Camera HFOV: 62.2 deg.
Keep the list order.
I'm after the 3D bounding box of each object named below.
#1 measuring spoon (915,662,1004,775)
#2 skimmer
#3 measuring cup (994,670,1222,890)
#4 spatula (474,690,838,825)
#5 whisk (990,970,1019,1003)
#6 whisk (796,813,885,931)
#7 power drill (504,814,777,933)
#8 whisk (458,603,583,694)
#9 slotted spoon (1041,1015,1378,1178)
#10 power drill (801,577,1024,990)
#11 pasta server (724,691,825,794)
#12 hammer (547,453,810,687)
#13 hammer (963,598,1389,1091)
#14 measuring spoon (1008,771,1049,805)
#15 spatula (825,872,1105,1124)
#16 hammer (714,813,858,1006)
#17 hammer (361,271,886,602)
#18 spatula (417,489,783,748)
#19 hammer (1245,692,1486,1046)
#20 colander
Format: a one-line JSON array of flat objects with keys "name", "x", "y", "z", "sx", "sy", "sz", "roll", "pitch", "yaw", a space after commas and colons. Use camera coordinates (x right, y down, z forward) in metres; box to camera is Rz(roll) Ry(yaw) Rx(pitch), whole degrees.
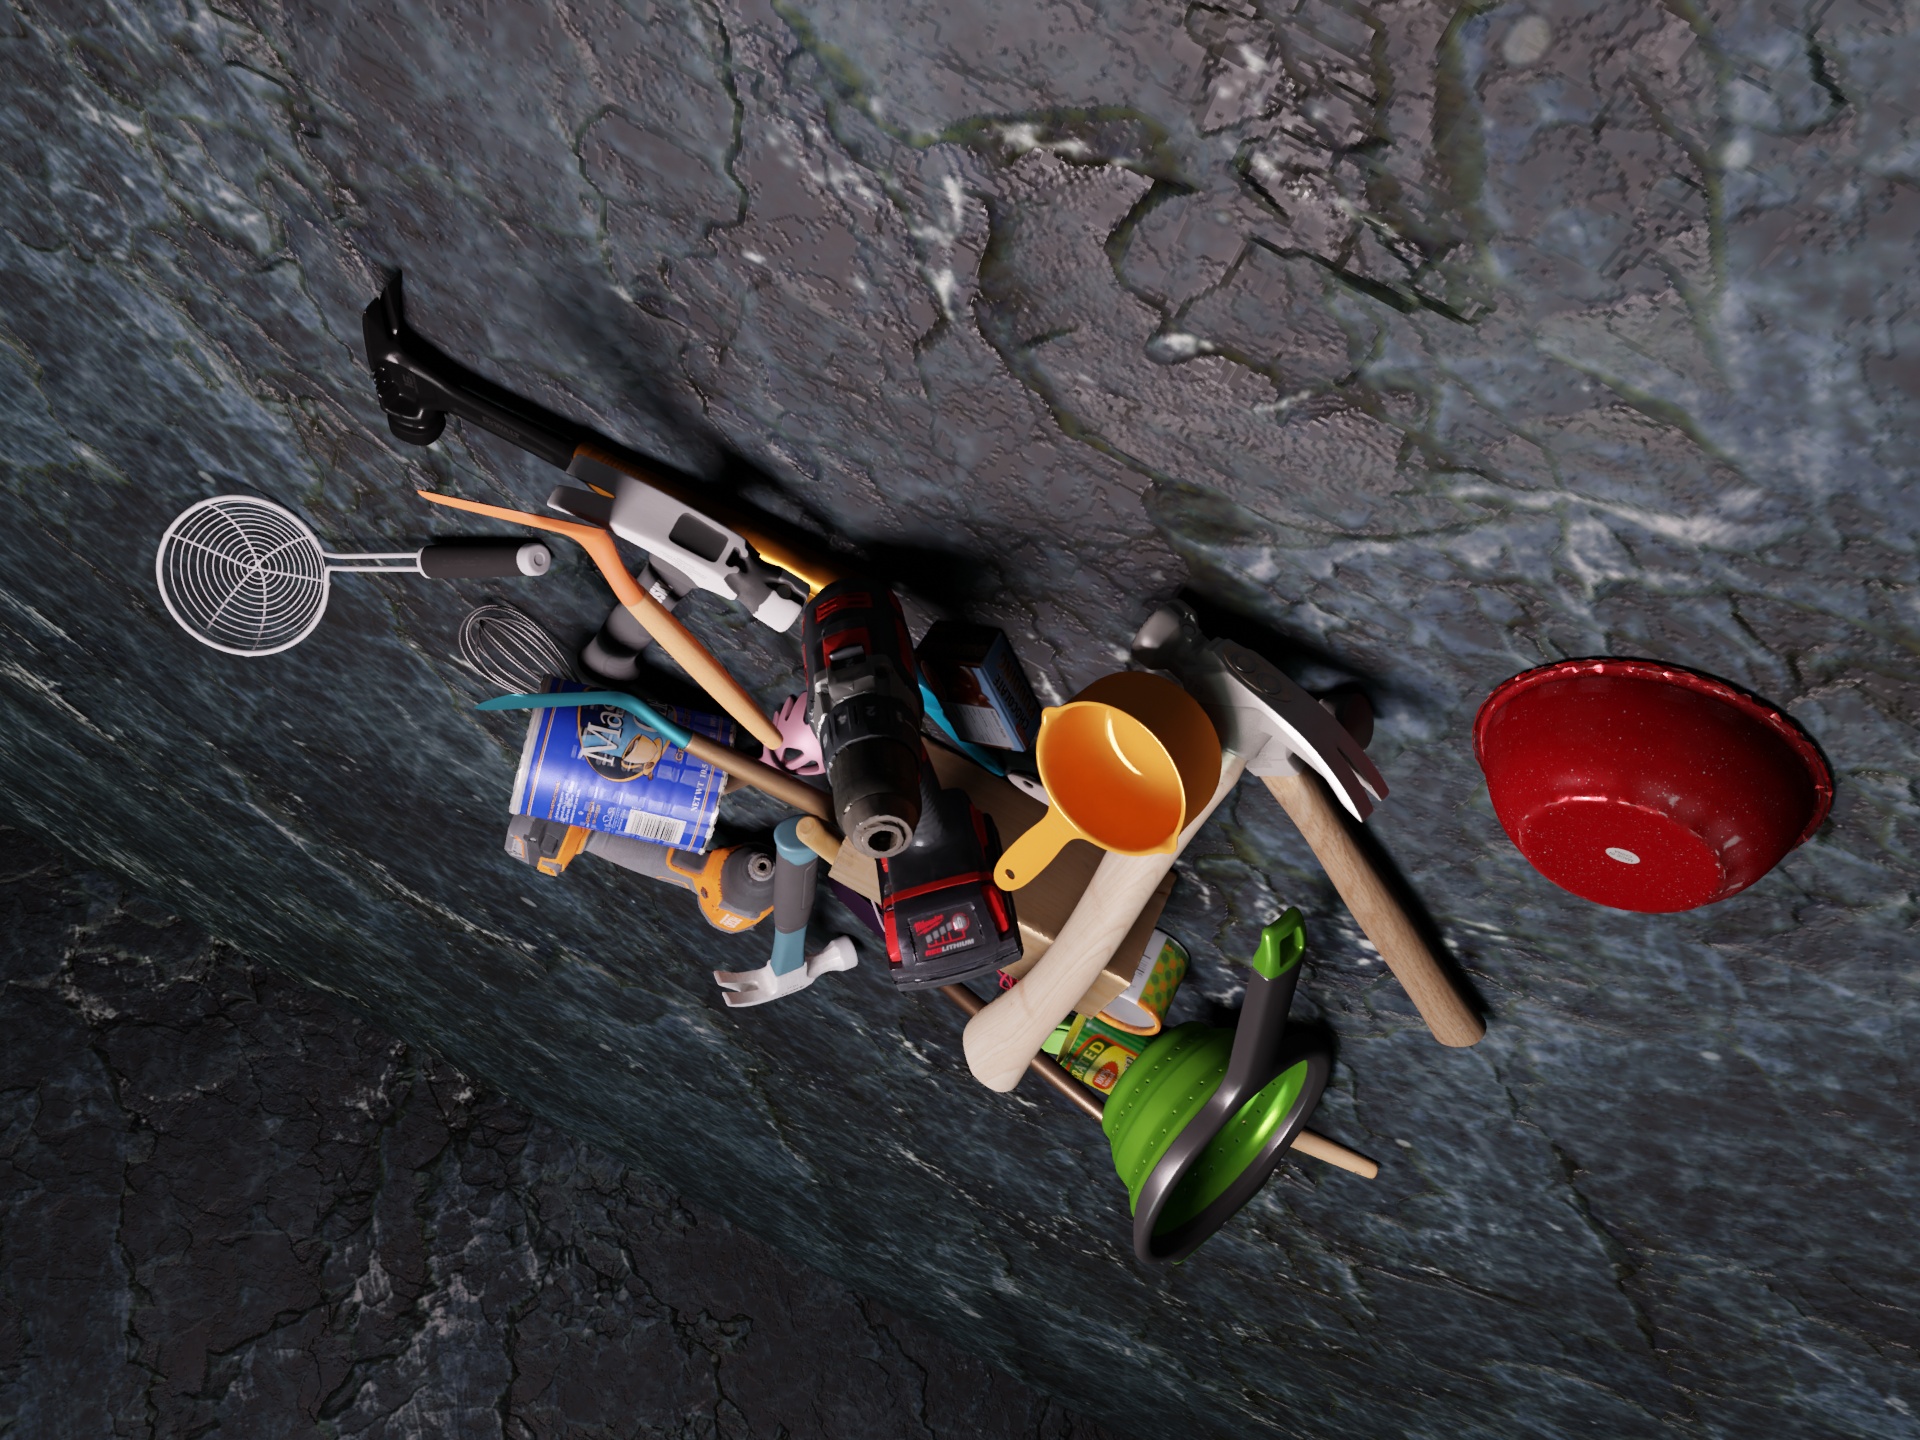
[{"name": "measuring spoon", "x": -0.002, "y": -0.003, "z": 1.010, "sx": 0.042, "sy": 0.021, "sz": 0.128, "roll": 18, "pitch": 161, "yaw": 42}, {"name": "skimmer", "x": -0.450, "y": -0.107, "z": 1.163, "sx": 0.363, "sy": 0.090, "sz": 0.127, "roll": 3, "pitch": 111, "yaw": 35}, {"name": "measuring cup", "x": 0.071, "y": 0.039, "z": 0.834, "sx": 0.095, "sy": 0.052, "sz": 0.173, "roll": 48, "pitch": 141, "yaw": 6}, {"name": "spatula", "x": -0.169, "y": 0.034, "z": 1.082, "sx": 0.317, "sy": 0.044, "sz": 0.082, "roll": 28, "pitch": 160, "yaw": -28}, {"name": "whisk", "x": 0.050, "y": 0.210, "z": 1.264, "sx": 0.073, "sy": 0.073, "sz": 0.295, "roll": 27, "pitch": 157, "yaw": 4}, {"name": "whisk", "x": -0.061, "y": 0.122, "z": 1.185, "sx": 0.051, "sy": 0.047, "sz": 0.244, "roll": 4, "pitch": 158, "yaw": 23}, {"name": "power drill", "x": -0.252, "y": 0.105, "z": 1.310, "sx": 0.226, "sy": 0.084, "sz": 0.164, "roll": 23, "pitch": 159, "yaw": -11}, {"name": "whisk", "x": -0.280, "y": -0.001, "z": 1.210, "sx": 0.239, "sy": 0.055, "sz": 0.055, "roll": 42, "pitch": 150, "yaw": -14}, {"name": "slotted spoon", "x": 0.197, "y": 0.311, "z": 1.327, "sx": 0.314, "sy": 0.031, "sz": 0.070, "roll": 22, "pitch": 151, "yaw": 9}, {"name": "power drill", "x": -0.029, "y": 0.054, "z": 0.884, "sx": 0.080, "sy": 0.188, "sz": 0.226, "roll": -16, "pitch": 131, "yaw": 4}, {"name": "pasta server", "x": -0.162, "y": 0.036, "z": 1.207, "sx": 0.060, "sy": 0.040, "sz": 0.316, "roll": 38, "pitch": 154, "yaw": -17}, {"name": "hammer", "x": -0.206, "y": -0.073, "z": 1.008, "sx": 0.146, "sy": 0.035, "sz": 0.335, "roll": 31, "pitch": 160, "yaw": -14}, {"name": "hammer", "x": 0.094, "y": 0.115, "z": 0.930, "sx": 0.146, "sy": 0.038, "sz": 0.410, "roll": 42, "pitch": 137, "yaw": 15}, {"name": "measuring spoon", "x": 0.087, "y": 0.057, "z": 1.029, "sx": 0.124, "sy": 0.018, "sz": 0.034, "roll": 26, "pitch": 153, "yaw": 21}, {"name": "spatula", "x": 0.001, "y": 0.219, "z": 1.274, "sx": 0.316, "sy": 0.018, "sz": 0.059, "roll": 37, "pitch": 159, "yaw": 26}, {"name": "hammer", "x": -0.134, "y": 0.156, "z": 1.279, "sx": 0.033, "sy": 0.128, "sz": 0.330, "roll": 61, "pitch": 160, "yaw": 22}, {"name": "hammer", "x": -0.196, "y": -0.143, "z": 0.933, "sx": 0.337, "sy": 0.034, "sz": 0.127, "roll": 27, "pitch": 153, "yaw": 4}, {"name": "spatula", "x": -0.181, "y": -0.052, "z": 0.915, "sx": 0.081, "sy": 0.041, "sz": 0.322, "roll": 14, "pitch": 159, "yaw": 28}, {"name": "hammer", "x": 0.234, "y": 0.096, "z": 0.936, "sx": 0.130, "sy": 0.031, "sz": 0.331, "roll": -1, "pitch": 140, "yaw": 42}, {"name": "colander", "x": 0.171, "y": 0.234, "z": 1.108, "sx": 0.095, "sy": 0.204, "sz": 0.396, "roll": 40, "pitch": 149, "yaw": 31}]
